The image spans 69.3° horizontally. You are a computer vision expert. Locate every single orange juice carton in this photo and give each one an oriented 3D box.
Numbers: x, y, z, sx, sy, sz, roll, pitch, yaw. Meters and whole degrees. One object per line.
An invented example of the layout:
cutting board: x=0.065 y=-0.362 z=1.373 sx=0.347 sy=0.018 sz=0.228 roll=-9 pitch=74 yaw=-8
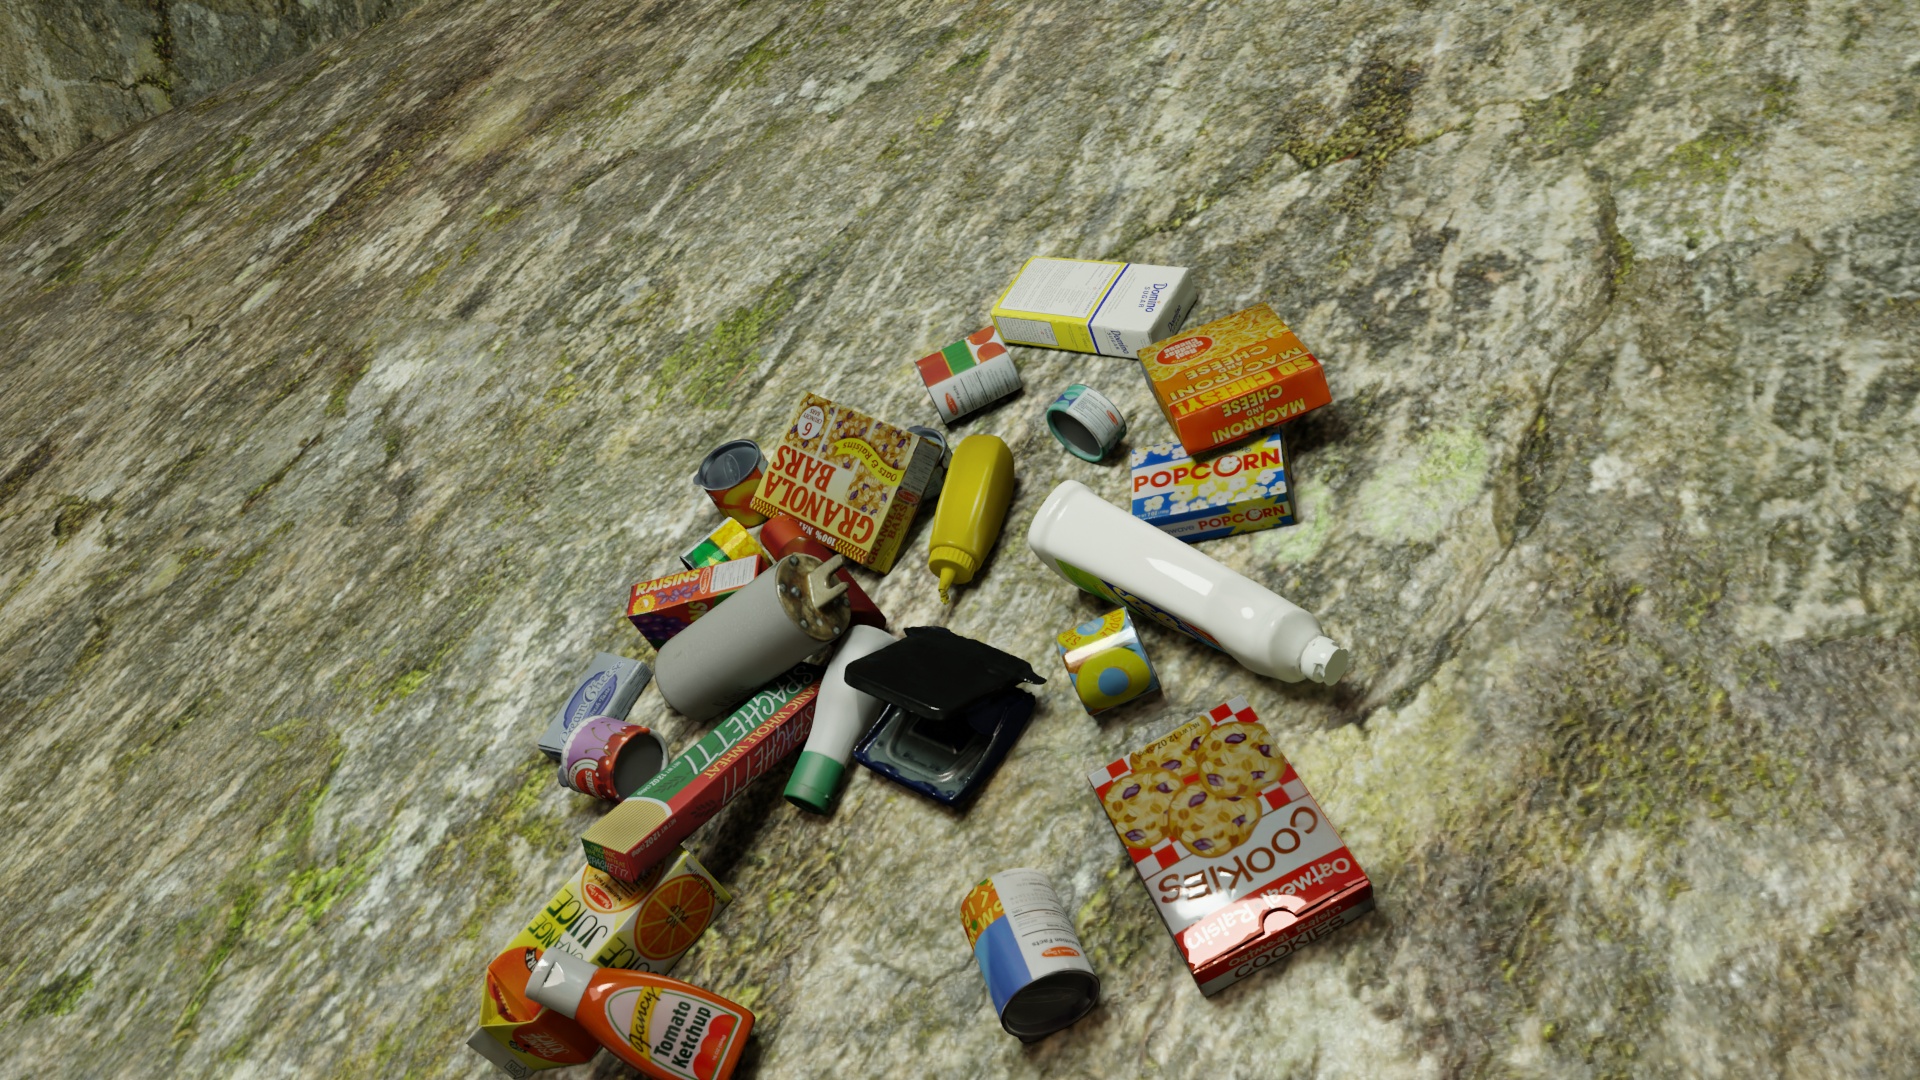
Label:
orange juice carton: x=-0.268 y=0.301 z=1.008 sx=0.073 sy=0.071 sz=0.193 roll=24 pitch=63 yaw=40

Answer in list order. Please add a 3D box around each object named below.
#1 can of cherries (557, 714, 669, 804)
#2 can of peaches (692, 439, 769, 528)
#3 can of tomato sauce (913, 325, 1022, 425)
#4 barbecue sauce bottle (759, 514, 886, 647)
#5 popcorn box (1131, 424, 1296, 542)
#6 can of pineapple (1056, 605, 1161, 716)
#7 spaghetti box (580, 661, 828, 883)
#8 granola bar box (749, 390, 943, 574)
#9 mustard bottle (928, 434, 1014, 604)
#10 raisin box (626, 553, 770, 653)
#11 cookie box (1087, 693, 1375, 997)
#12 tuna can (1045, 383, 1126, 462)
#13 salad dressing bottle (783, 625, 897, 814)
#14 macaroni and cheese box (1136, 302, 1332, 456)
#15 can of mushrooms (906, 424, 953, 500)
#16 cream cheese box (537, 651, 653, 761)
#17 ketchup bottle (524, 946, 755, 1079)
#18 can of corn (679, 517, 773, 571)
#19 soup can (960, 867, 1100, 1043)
can of cherries: x=-0.283 y=0.182 z=1.134 sx=0.058 sy=0.071 sz=0.072 roll=9 pitch=54 yaw=32
can of peaches: x=-0.211 y=-0.053 z=1.329 sx=0.071 sy=0.057 sz=0.071 roll=-14 pitch=45 yaw=15
can of tomato sauce: x=0.007 y=-0.158 z=1.313 sx=0.083 sy=0.071 sz=0.071 roll=-26 pitch=43 yaw=2
barbecue sauce bottle: x=-0.124 y=0.032 z=1.190 sx=0.149 sy=0.065 sz=0.043 roll=47 pitch=113 yaw=40
popcorn box: x=0.203 y=-0.045 z=1.125 sx=0.126 sy=0.038 sz=0.085 roll=-11 pitch=44 yaw=18
can of pineapple: x=0.108 y=0.088 z=1.024 sx=0.058 sy=0.070 sz=0.071 roll=-24 pitch=43 yaw=5
spaghetti box: x=-0.178 y=0.168 z=1.057 sx=0.050 sy=0.028 sz=0.251 roll=9 pitch=32 yaw=34
granola bar box: x=-0.105 y=-0.055 z=1.257 sx=0.166 sy=0.039 sz=0.124 roll=24 pitch=90 yaw=41
mustard bottle: x=0.004 y=-0.015 z=1.181 sx=0.049 sy=0.065 sz=0.161 roll=3 pitch=55 yaw=24
raisin box: x=-0.211 y=0.063 z=1.198 sx=0.123 sy=0.085 sz=0.040 roll=-14 pitch=46 yaw=15
cookie box: x=0.173 y=0.195 z=0.910 sx=0.123 sy=0.040 sz=0.168 roll=-28 pitch=43 yaw=0
tuna can: x=0.108 y=-0.101 z=1.210 sx=0.071 sy=0.070 sz=0.033 roll=26 pitch=65 yaw=41
salad dressing bottle: x=-0.093 y=0.140 z=1.086 sx=0.044 sy=0.064 sz=0.148 roll=9 pitch=61 yaw=27
macaroni and cheese box: x=0.226 y=-0.138 z=1.169 sx=0.124 sy=0.040 sz=0.167 roll=-21 pitch=27 yaw=6
can of mushrooms: x=-0.038 y=-0.071 z=1.277 sx=0.071 sy=0.033 sz=0.071 roll=-15 pitch=45 yaw=15
cream cheese box: x=-0.319 y=0.147 z=1.216 sx=0.053 sy=0.024 sz=0.104 roll=6 pitch=52 yaw=32
ketchup bottle: x=-0.217 y=0.320 z=0.933 sx=0.149 sy=0.043 sz=0.065 roll=23 pitch=63 yaw=2
can of corn: x=-0.208 y=0.023 z=1.251 sx=0.058 sy=0.071 sz=0.071 roll=-41 pitch=44 yaw=-14
soup can: x=0.042 y=0.265 z=0.893 sx=0.071 sy=0.071 sz=0.084 roll=-28 pitch=42 yaw=0
